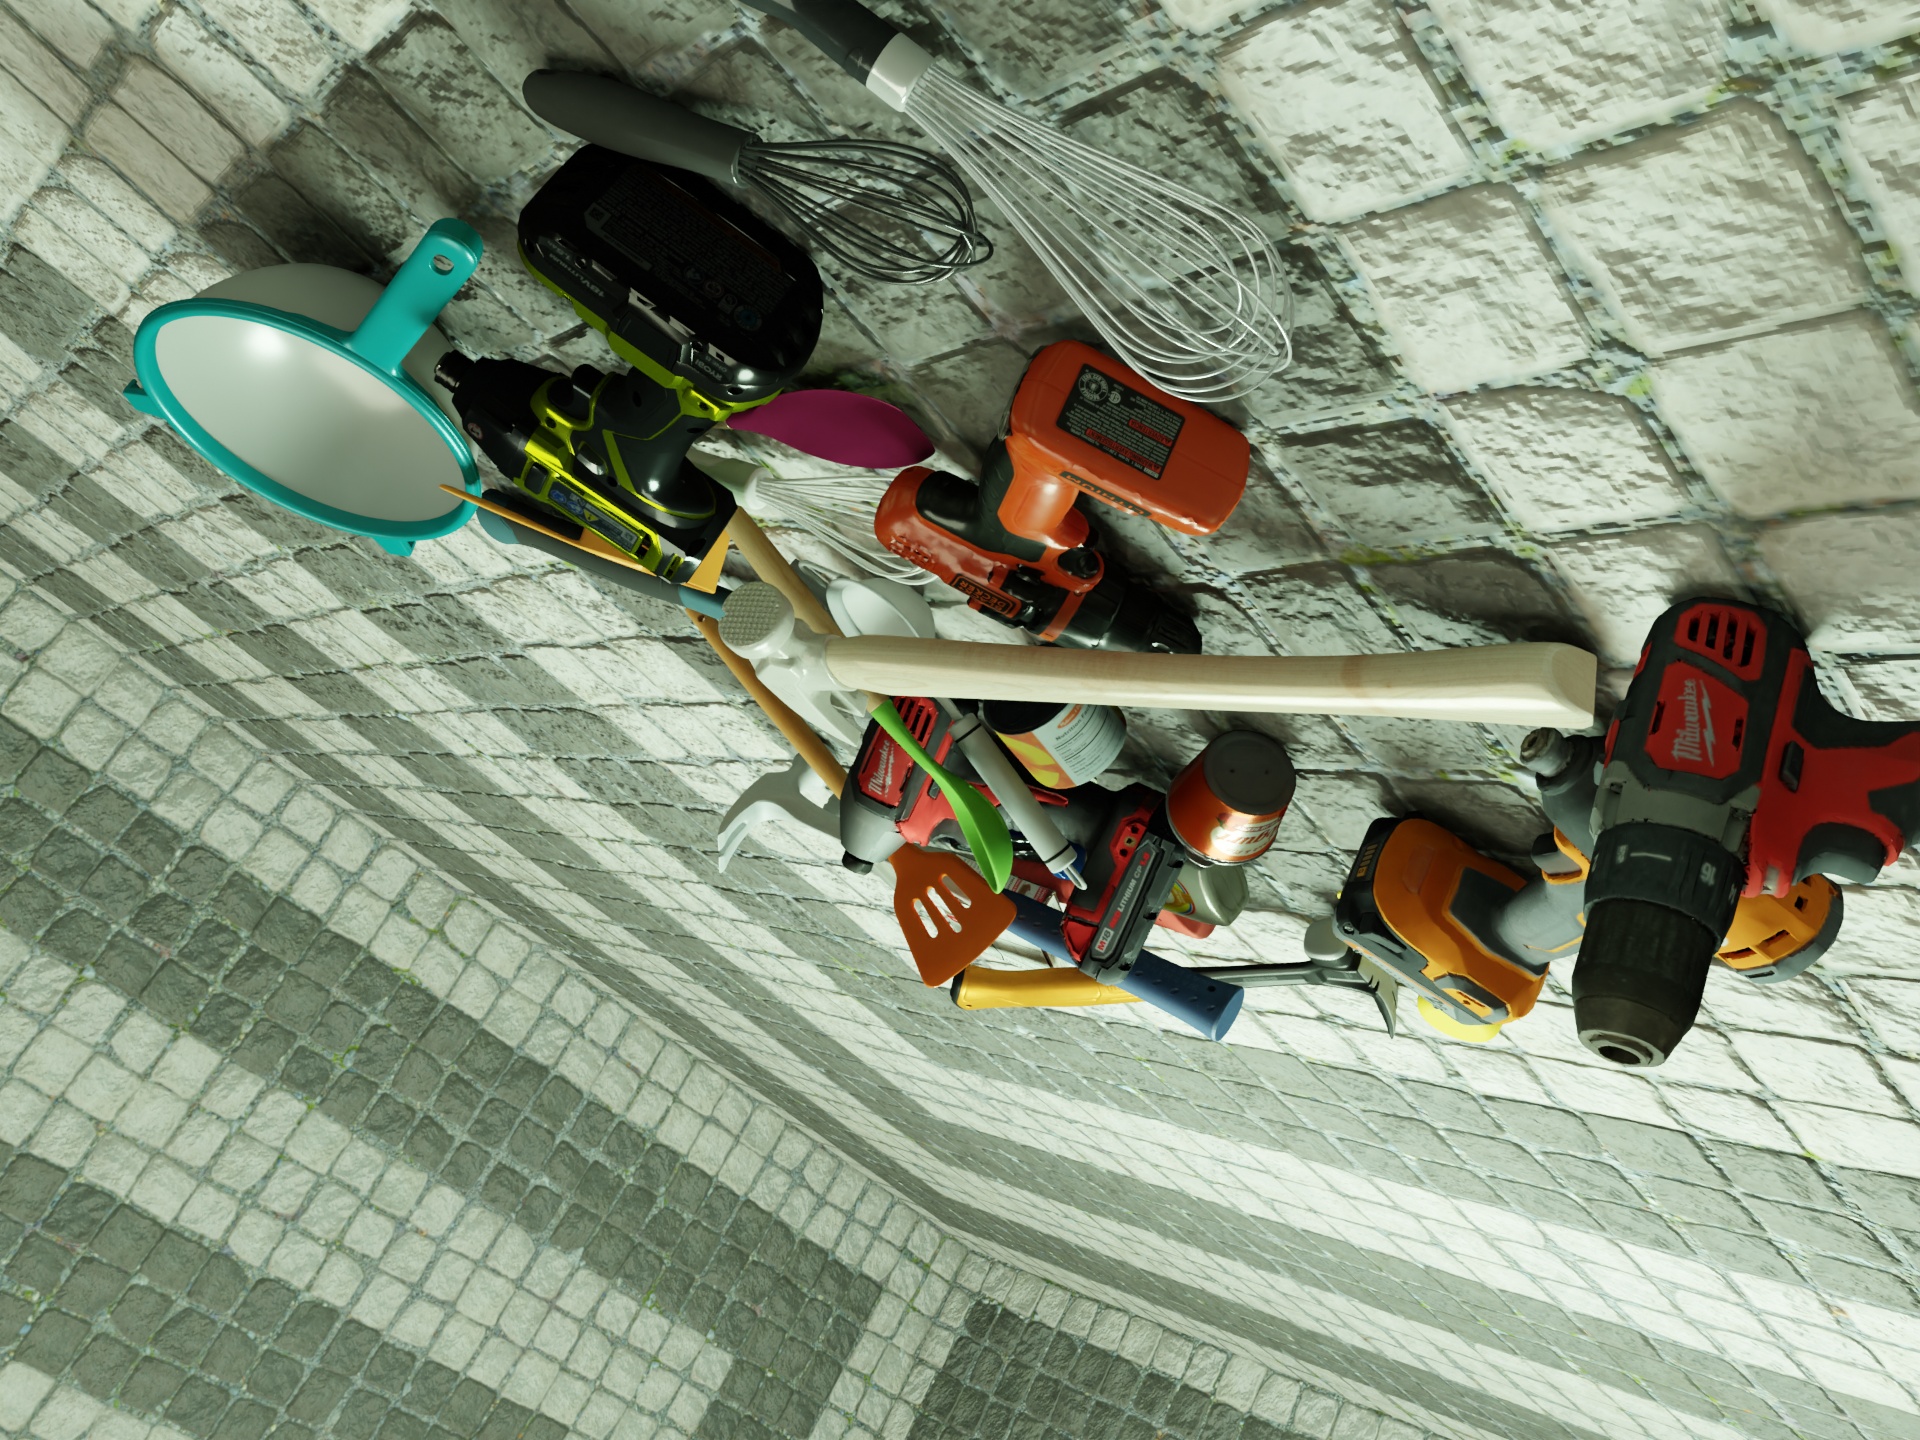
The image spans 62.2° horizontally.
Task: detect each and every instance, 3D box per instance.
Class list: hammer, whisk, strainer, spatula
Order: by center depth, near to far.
[{"bbox_3d":[0.005,-0.213,0.572,0.284,0.070,0.070,36,157,-4],"label":"whisk"},{"bbox_3d":[-0.091,-0.231,0.659,0.239,0.055,0.055,25,157,21],"label":"whisk"},{"bbox_3d":[0.091,-0.017,0.780,0.411,0.038,0.146,3,159,23],"label":"hammer"},{"bbox_3d":[-0.106,-0.129,0.892,0.246,0.058,0.059,20,121,27],"label":"whisk"},{"bbox_3d":[-0.342,-0.226,0.929,0.210,0.095,0.340,32,147,-27],"label":"strainer"},{"bbox_3d":[-0.002,-0.003,0.953,0.258,0.050,0.087,54,157,-2],"label":"strainer"},{"bbox_3d":[-0.195,-0.092,1.082,0.331,0.033,0.128,22,152,22],"label":"hammer"},{"bbox_3d":[-0.089,0.037,1.095,0.323,0.081,0.041,49,-175,10],"label":"spatula"},{"bbox_3d":[0.006,0.125,1.124,0.406,0.144,0.035,23,128,27],"label":"hammer"},{"bbox_3d":[0.141,0.191,1.147,0.337,0.034,0.127,-8,142,33],"label":"hammer"},{"bbox_3d":[0.050,0.127,1.244,0.359,0.037,0.149,7,148,44],"label":"hammer"}]

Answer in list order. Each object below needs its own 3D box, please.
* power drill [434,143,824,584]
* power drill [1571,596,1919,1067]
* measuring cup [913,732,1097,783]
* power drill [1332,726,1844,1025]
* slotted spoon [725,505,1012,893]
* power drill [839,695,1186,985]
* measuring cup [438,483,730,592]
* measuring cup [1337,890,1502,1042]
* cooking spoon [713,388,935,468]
[{"bbox_3d":[-0.171,-0.172,0.788,0.171,0.080,0.223,34,148,-10],"label":"power drill"},{"bbox_3d":[0.338,0.057,0.561,0.227,0.188,0.080,14,154,25],"label":"power drill"},{"bbox_3d":[0.017,0.022,1.077,0.167,0.038,0.083,3,150,25],"label":"measuring cup"},{"bbox_3d":[0.290,0.077,0.797,0.164,0.084,0.226,35,153,-11],"label":"power drill"},{"bbox_3d":[-0.063,-0.030,0.947,0.314,0.031,0.070,52,172,0],"label":"slotted spoon"},{"bbox_3d":[0.029,0.070,1.011,0.220,0.143,0.078,27,-166,10],"label":"power drill"},{"bbox_3d":[-0.223,-0.130,0.965,0.173,0.052,0.095,21,179,-14],"label":"measuring cup"},{"bbox_3d":[0.292,0.161,1.027,0.156,0.029,0.062,38,156,-21],"label":"measuring cup"},{"bbox_3d":[-0.143,-0.171,0.880,0.319,0.017,0.068,12,160,36],"label":"cooking spoon"}]
